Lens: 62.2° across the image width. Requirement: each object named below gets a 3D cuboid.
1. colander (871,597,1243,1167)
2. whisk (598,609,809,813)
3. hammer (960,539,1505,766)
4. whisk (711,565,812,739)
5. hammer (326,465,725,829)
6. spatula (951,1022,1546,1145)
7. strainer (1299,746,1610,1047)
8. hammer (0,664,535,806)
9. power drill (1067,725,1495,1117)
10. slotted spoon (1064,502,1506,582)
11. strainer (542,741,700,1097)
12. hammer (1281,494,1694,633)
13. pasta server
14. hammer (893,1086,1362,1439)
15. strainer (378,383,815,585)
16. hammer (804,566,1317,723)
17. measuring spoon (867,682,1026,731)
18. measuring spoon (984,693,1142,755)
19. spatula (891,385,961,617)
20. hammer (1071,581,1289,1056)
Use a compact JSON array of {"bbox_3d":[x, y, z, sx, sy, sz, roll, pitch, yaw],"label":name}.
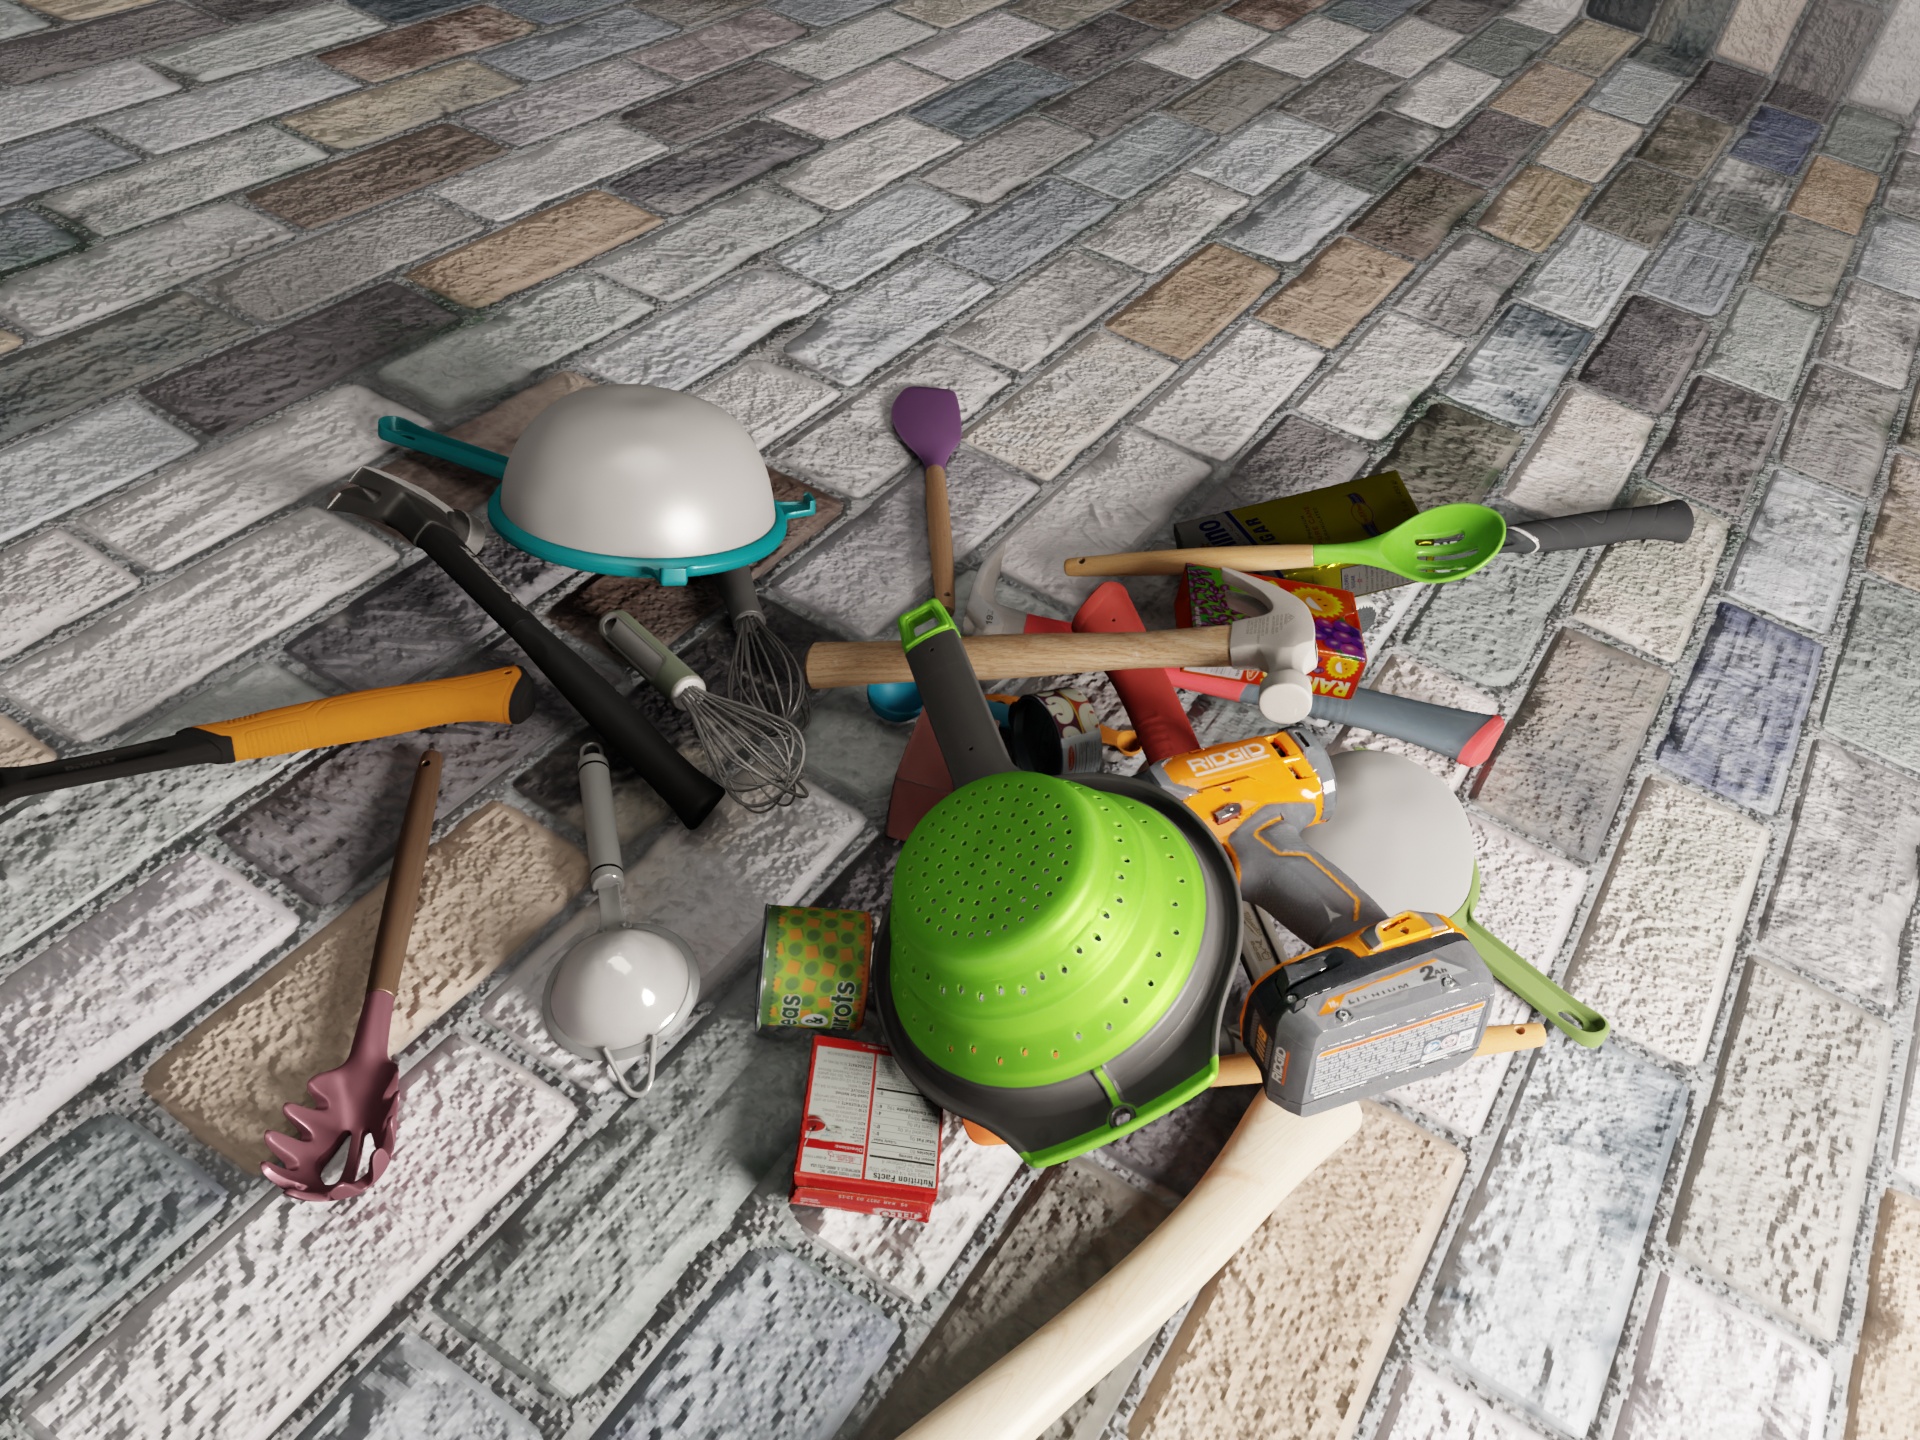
[{"bbox_3d":[0.011,0.040,0.863,0.204,0.094,0.398,-28,45,7],"label":"colander"},{"bbox_3d":[-0.169,-0.013,1.004,0.059,0.058,0.247,29,6,-47],"label":"whisk"},{"bbox_3d":[0.193,-0.040,1.140,0.386,0.038,0.143,13,41,2],"label":"hammer"},{"bbox_3d":[-0.148,-0.066,1.092,0.055,0.055,0.239,-5,40,-18],"label":"whisk"},{"bbox_3d":[-0.267,-0.048,1.009,0.335,0.146,0.035,42,94,21],"label":"hammer"},{"bbox_3d":[0.156,0.180,0.847,0.322,0.041,0.081,-6,46,-4],"label":"spatula"},{"bbox_3d":[0.301,0.098,0.989,0.151,0.069,0.257,-25,52,-33],"label":"strainer"},{"bbox_3d":[-0.424,0.007,0.948,0.336,0.034,0.127,-12,35,-28],"label":"hammer"},{"bbox_3d":[0.163,0.099,0.866,0.164,0.084,0.227,-14,41,-14],"label":"power drill"},{"bbox_3d":[0.230,-0.120,1.155,0.314,0.031,0.070,-2,54,15],"label":"slotted spoon"},{"bbox_3d":[-0.202,0.096,0.907,0.087,0.050,0.259,-15,43,-6],"label":"strainer"},{"bbox_3d":[0.444,-0.149,1.316,0.409,0.036,0.149,-9,45,-22],"label":"hammer"},{"bbox_3d":[-0.309,0.123,0.854,0.060,0.040,0.317,-6,43,-1],"label":"pasta server"},{"bbox_3d":[0.070,0.296,0.751,0.410,0.038,0.146,-29,57,-36],"label":"hammer"},{"bbox_3d":[-0.283,-0.203,1.145,0.340,0.095,0.211,19,29,18],"label":"strainer"},{"bbox_3d":[0.059,-0.044,1.019,0.331,0.031,0.130,-2,38,16],"label":"hammer"},{"bbox_3d":[-0.002,-0.003,1.074,0.128,0.021,0.042,13,44,-6],"label":"measuring spoon"},{"bbox_3d":[0.068,0.004,1.088,0.117,0.011,0.021,16,53,10],"label":"measuring spoon"},{"bbox_3d":[-0.021,-0.183,1.262,0.059,0.018,0.316,3,42,-8],"label":"spatula"},{"bbox_3d":[0.156,0.050,0.993,0.149,0.036,0.359,-11,53,-10],"label":"hammer"}]
